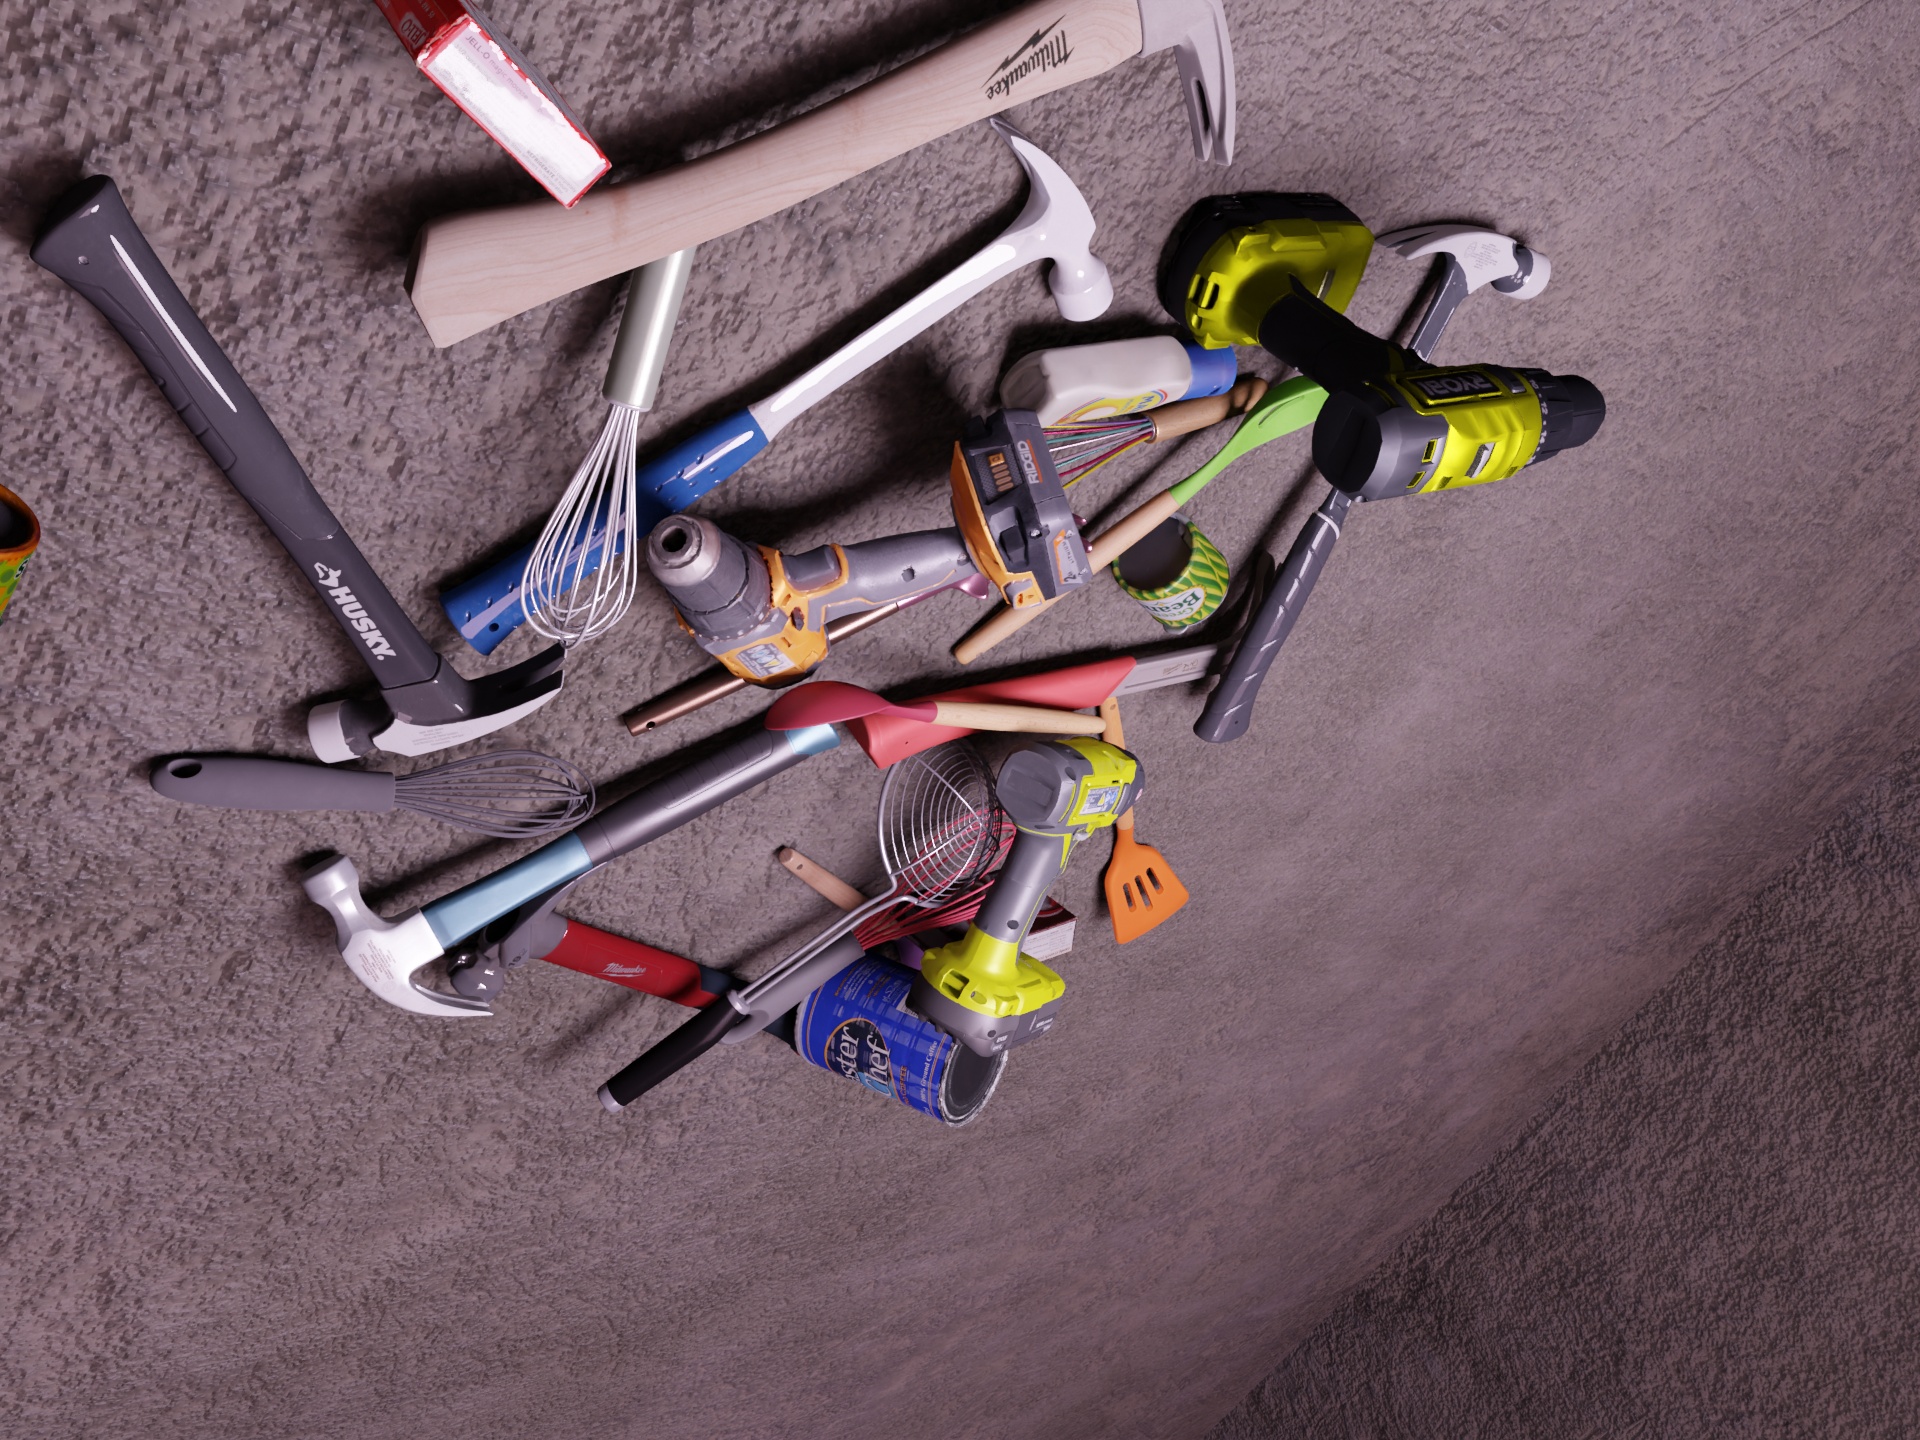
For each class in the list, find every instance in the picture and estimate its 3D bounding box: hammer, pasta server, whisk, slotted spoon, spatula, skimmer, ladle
[{"bbox_3d":[-0.304,-0.099,0.735,0.146,0.035,0.334,-11,139,6],"label":"hammer"},{"bbox_3d":[-0.190,0.185,1.181,0.143,0.038,0.385,-44,144,8],"label":"hammer"},{"bbox_3d":[-0.064,-0.061,1.005,0.316,0.040,0.060,-26,131,-11],"label":"pasta server"},{"bbox_3d":[0.267,-0.157,1.131,0.149,0.036,0.408,3,122,-39],"label":"hammer"},{"bbox_3d":[-0.166,-0.149,0.778,0.057,0.059,0.246,8,110,-33],"label":"whisk"},{"bbox_3d":[-0.062,0.159,1.210,0.296,0.073,0.073,-32,145,-13],"label":"whisk"},{"bbox_3d":[-0.055,-0.260,0.739,0.410,0.038,0.146,-27,122,-12],"label":"hammer"},{"bbox_3d":[0.120,-0.134,1.059,0.313,0.031,0.070,-36,165,14],"label":"slotted spoon"},{"bbox_3d":[-0.225,0.072,0.995,0.331,0.033,0.128,-29,108,-20],"label":"hammer"},{"bbox_3d":[-0.061,0.160,1.276,0.060,0.018,0.315,-50,145,-3],"label":"spatula"},{"bbox_3d":[0.084,-0.031,1.146,0.359,0.037,0.149,-12,130,-31],"label":"hammer"},{"bbox_3d":[-0.119,0.150,1.155,0.363,0.090,0.127,-37,128,3],"label":"skimmer"},{"bbox_3d":[0.142,0.078,1.333,0.081,0.041,0.322,-31,144,-12],"label":"spatula"},{"bbox_3d":[-0.321,0.037,0.890,0.238,0.055,0.055,5,128,-33],"label":"whisk"},{"bbox_3d":[-0.102,-0.169,0.850,0.405,0.035,0.143,-35,145,-2],"label":"hammer"},{"bbox_3d":[0.100,-0.183,1.002,0.245,0.047,0.051,-21,154,-27],"label":"whisk"},{"bbox_3d":[-0.002,-0.003,1.034,0.315,0.069,0.031,4,88,-49],"label":"ladle"}]

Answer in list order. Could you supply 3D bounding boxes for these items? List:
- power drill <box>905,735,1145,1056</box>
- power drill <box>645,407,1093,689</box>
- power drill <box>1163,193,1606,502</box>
[{"bbox_3d":[0.057,0.119,1.146,0.171,0.080,0.223,0,116,-60],"label":"power drill"},{"bbox_3d":[-0.052,-0.094,0.876,0.226,0.084,0.185,-19,162,7],"label":"power drill"},{"bbox_3d":[0.242,-0.215,0.916,0.190,0.229,0.080,-13,139,-29],"label":"power drill"}]
